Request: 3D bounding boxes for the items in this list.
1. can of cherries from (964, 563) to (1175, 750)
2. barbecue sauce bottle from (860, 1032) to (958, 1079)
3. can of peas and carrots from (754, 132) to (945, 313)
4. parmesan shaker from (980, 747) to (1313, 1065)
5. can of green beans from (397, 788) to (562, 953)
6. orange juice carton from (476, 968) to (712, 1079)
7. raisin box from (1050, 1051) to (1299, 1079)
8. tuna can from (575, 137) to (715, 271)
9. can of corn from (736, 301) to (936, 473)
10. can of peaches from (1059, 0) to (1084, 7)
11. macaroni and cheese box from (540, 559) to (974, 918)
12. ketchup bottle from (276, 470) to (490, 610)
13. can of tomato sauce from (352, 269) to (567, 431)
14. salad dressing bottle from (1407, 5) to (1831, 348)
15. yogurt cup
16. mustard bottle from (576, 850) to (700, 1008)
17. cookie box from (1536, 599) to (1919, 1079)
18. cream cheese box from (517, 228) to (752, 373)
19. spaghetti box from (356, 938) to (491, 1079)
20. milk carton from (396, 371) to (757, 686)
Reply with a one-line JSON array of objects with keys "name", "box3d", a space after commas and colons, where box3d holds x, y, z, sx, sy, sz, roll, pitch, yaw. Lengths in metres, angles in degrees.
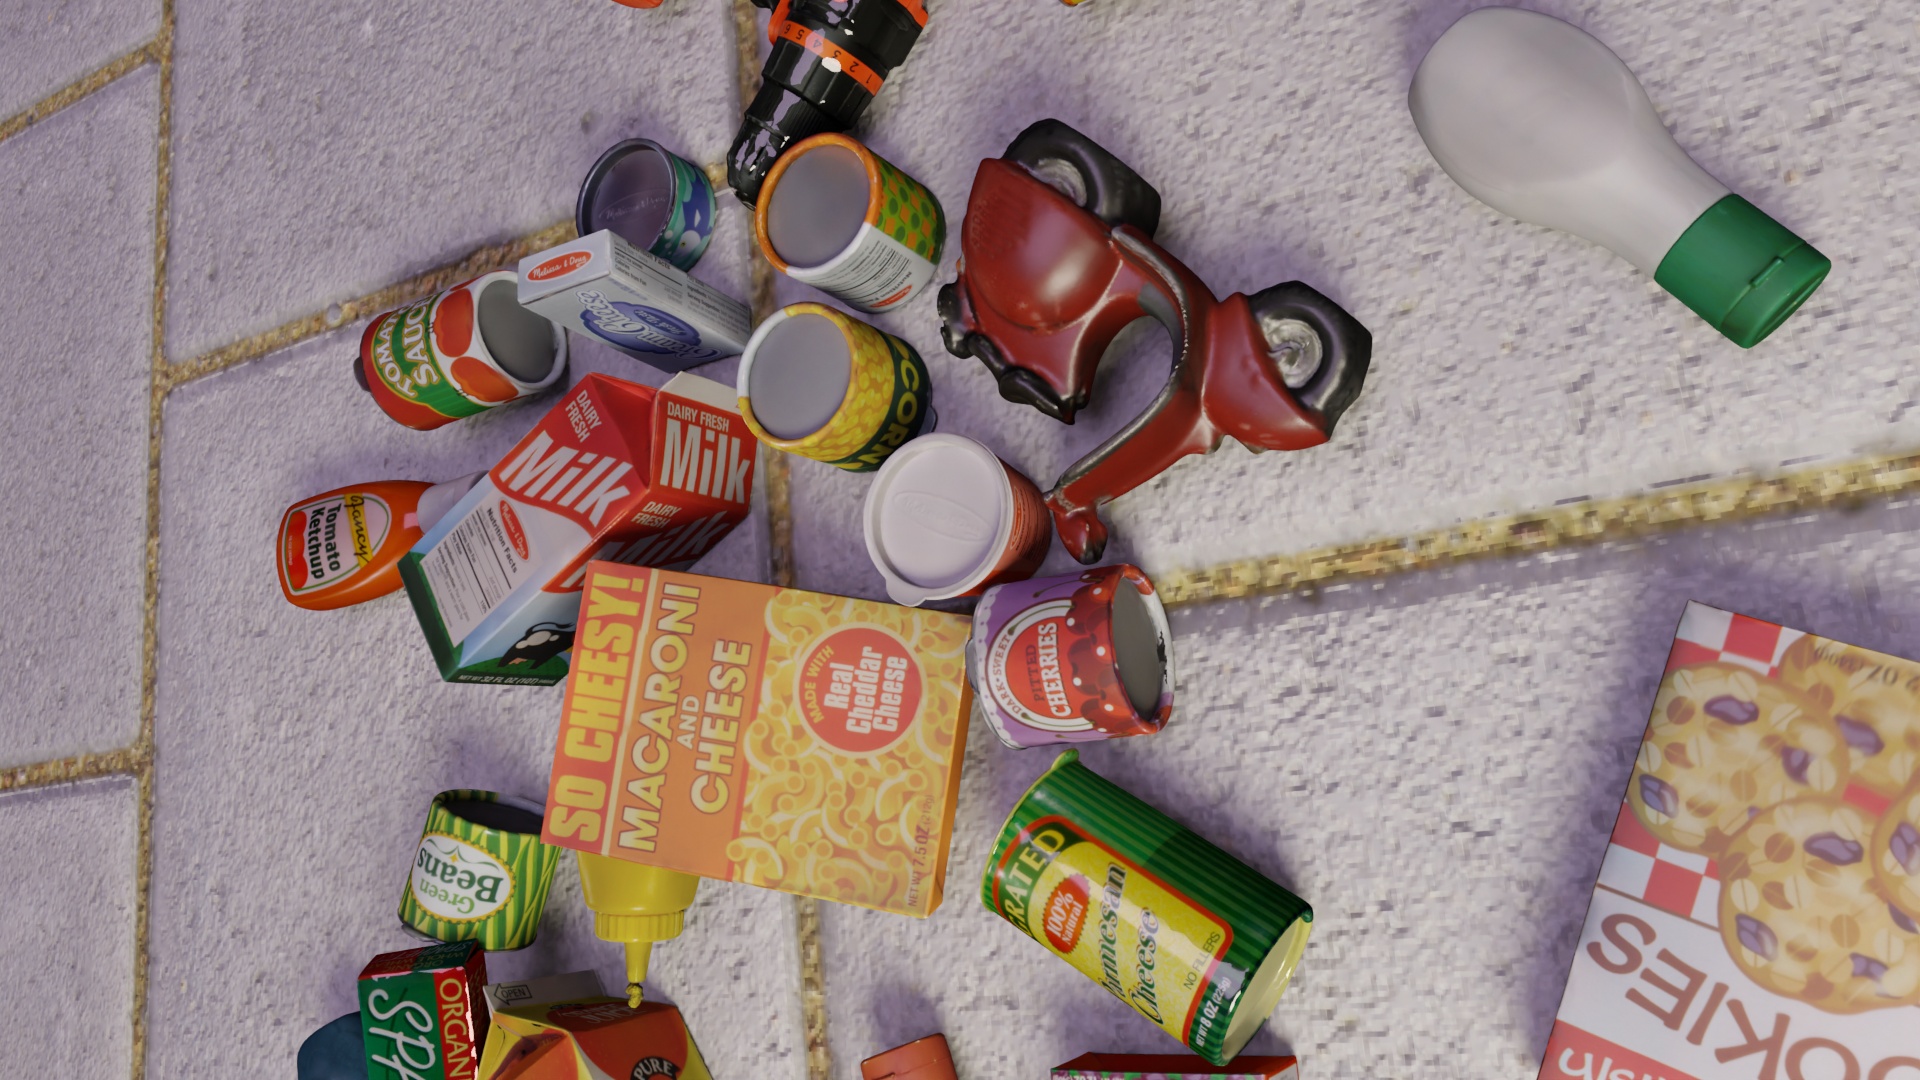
[{"name": "can of cherries", "box3d": [0.043, 0.045, 0.532, 0.058, 0.071, 0.071, -11, 77, 27]}, {"name": "barbecue sauce bottle", "box3d": [0.000, 0.270, 0.537, 0.064, 0.044, 0.149, -30, 68, 25]}, {"name": "can of peas and carrots", "box3d": [-0.050, -0.143, 0.622, 0.071, 0.059, 0.071, -5, 80, 28]}, {"name": "parmesan shaker", "box3d": [0.068, 0.131, 0.506, 0.103, 0.071, 0.071, 28, 96, 30]}, {"name": "can of green beans", "box3d": [-0.230, 0.158, 0.670, 0.071, 0.071, 0.058, 18, 91, 30]}, {"name": "orange juice carton", "box3d": [-0.144, 0.274, 0.601, 0.073, 0.072, 0.193, -42, 65, 17]}, {"name": "raisin box", "box3d": [0.081, 0.251, 0.497, 0.086, 0.040, 0.123, -11, 76, 27]}, {"name": "tuna can", "box3d": [-0.158, -0.164, 0.701, 0.071, 0.033, 0.071, -5, 80, 29]}, {"name": "can of corn", "box3d": [-0.054, -0.066, 0.612, 0.071, 0.058, 0.071, -5, 80, 29]}, {"name": "can of peaches", "box3d": [0.061, -0.263, 0.572, 0.058, 0.071, 0.071, -12, 77, 26]}, {"name": "macaroni and cheese box", "box3d": [-0.082, 0.080, 0.585, 0.166, 0.040, 0.123, 8, 86, 9]}, {"name": "ketchup bottle", "box3d": [-0.305, -0.005, 0.752, 0.148, 0.043, 0.065, -13, 76, 27]}, {"name": "can of tomato sauce", "box3d": [-0.261, -0.100, 0.727, 0.083, 0.071, 0.071, -13, 76, 27]}, {"name": "salad dressing bottle", "box3d": [0.222, -0.125, 0.476, 0.064, 0.044, 0.148, -47, 65, 13]}, {"name": "yogurt cup", "box3d": [0.002, -0.007, 0.574, 0.072, 0.054, 0.072, -5, 80, 29]}, {"name": "mustard bottle", "box3d": [-0.146, 0.130, 0.638, 0.065, 0.049, 0.160, -2, 82, 23]}, {"name": "cookie box", "box3d": [0.260, 0.116, 0.418, 0.123, 0.040, 0.167, 18, 90, 30]}, {"name": "cream cheese box", "box3d": [-0.148, -0.108, 0.646, 0.053, 0.104, 0.024, -11, 73, 27]}, {"name": "spaghetti box", "box3d": [-0.229, 0.308, 0.626, 0.050, 0.028, 0.249, -6, 92, -4]}, {"name": "milk carton", "box3d": [-0.173, -0.013, 0.663, 0.190, 0.072, 0.073, -40, 66, 20]}]
